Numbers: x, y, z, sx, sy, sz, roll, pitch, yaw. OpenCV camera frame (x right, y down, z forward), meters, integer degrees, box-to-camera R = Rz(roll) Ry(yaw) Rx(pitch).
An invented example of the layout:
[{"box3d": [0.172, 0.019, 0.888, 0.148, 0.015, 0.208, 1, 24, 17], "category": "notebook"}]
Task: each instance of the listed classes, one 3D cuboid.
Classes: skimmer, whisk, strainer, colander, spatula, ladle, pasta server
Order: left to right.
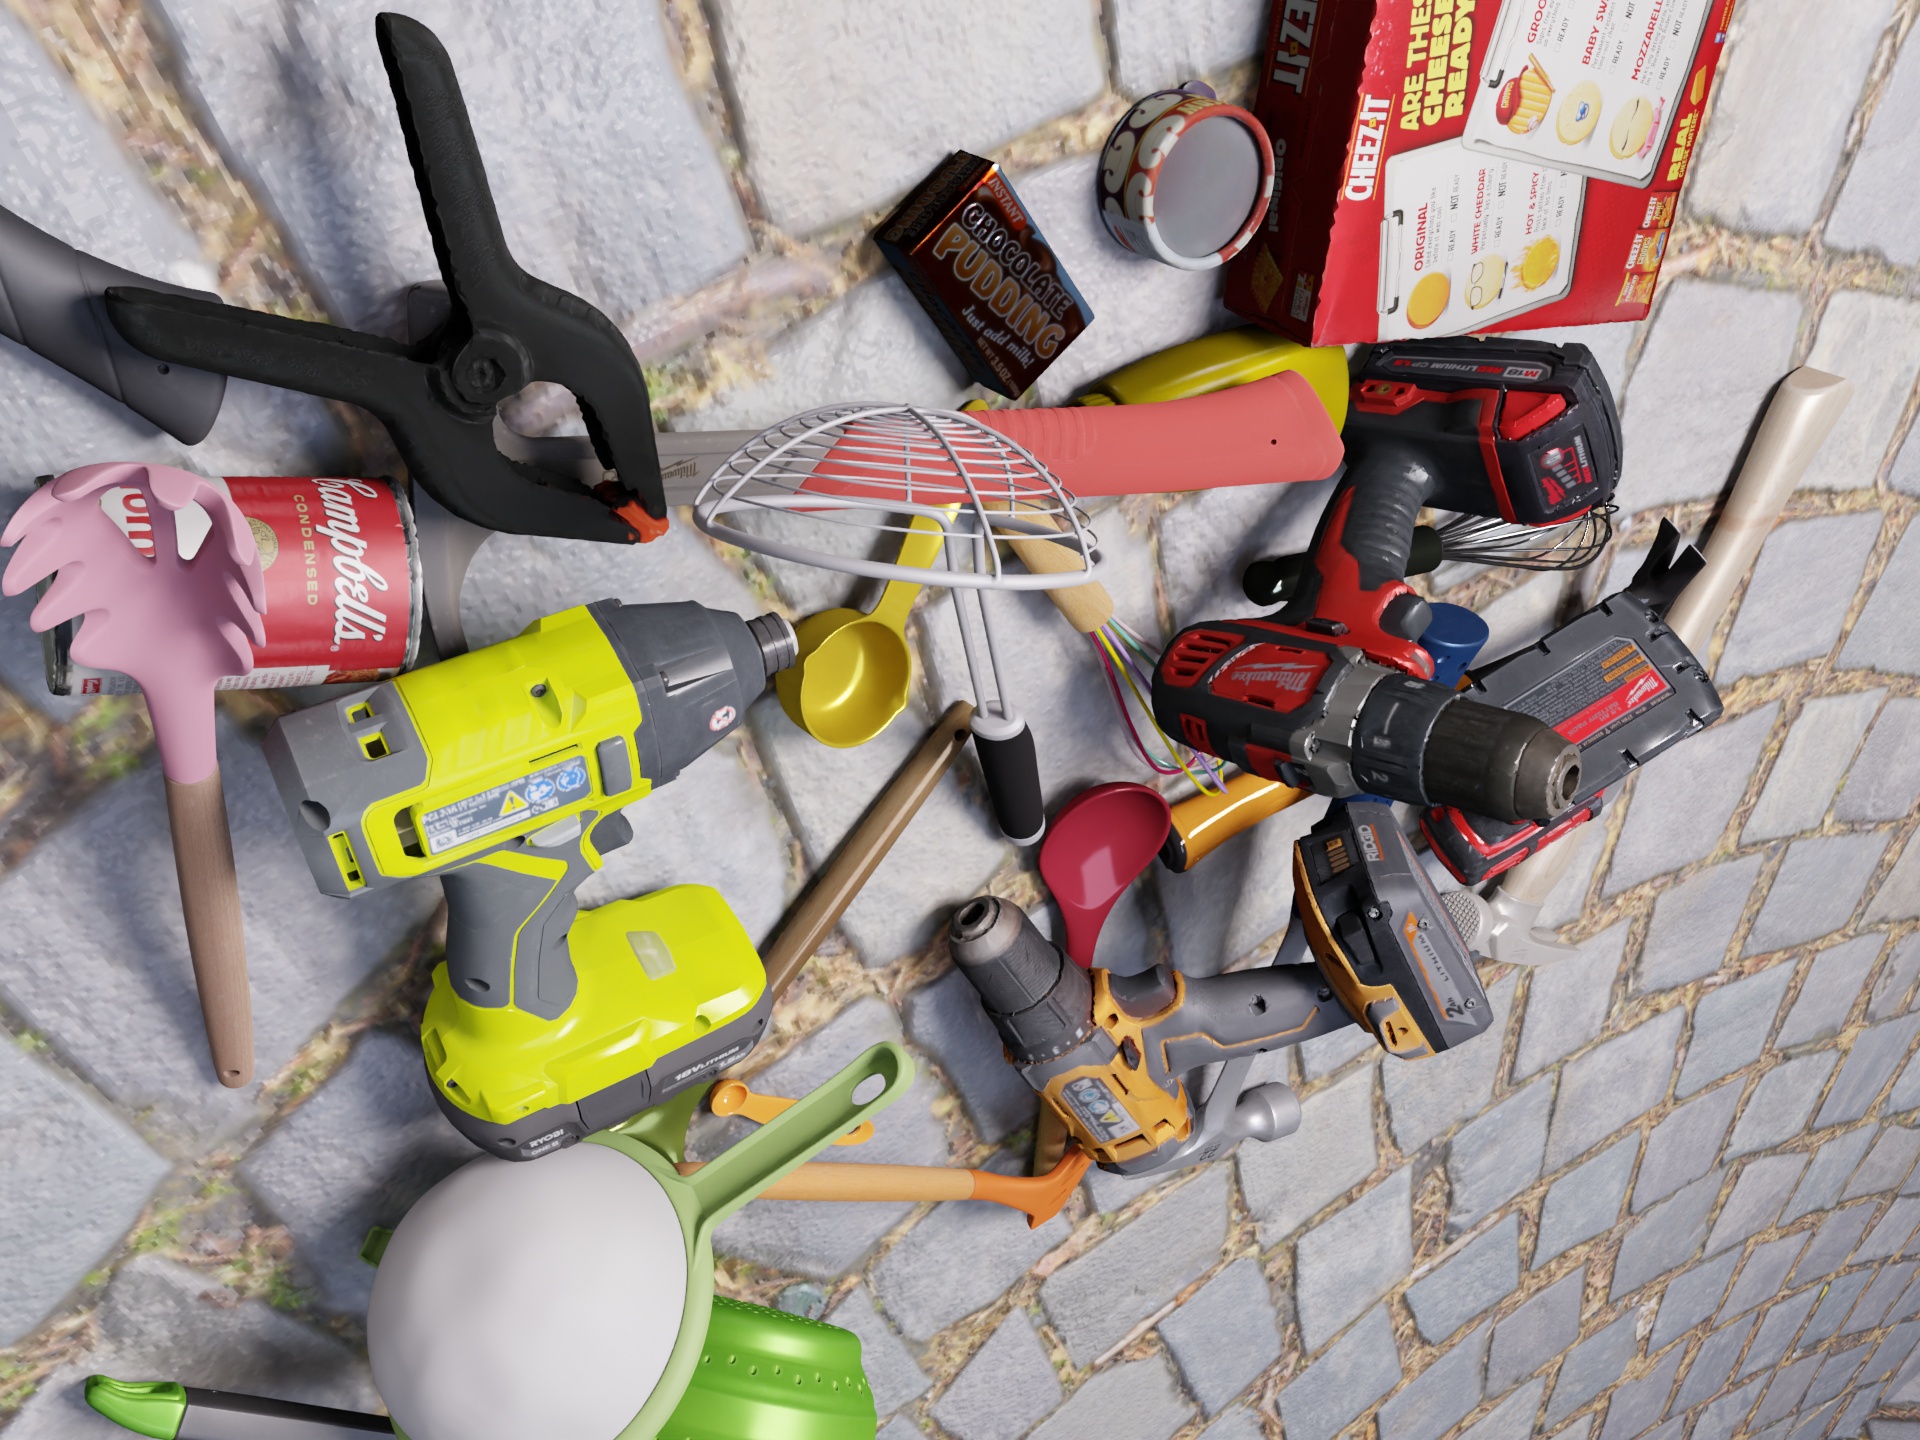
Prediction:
[{"box3d": [-0.240, 0.038, 0.498, 0.060, 0.040, 0.316, 4, 137, -16], "category": "pasta server"}, {"box3d": [-0.178, 0.305, 0.735, 0.396, 0.204, 0.094, 22, 69, -26], "category": "colander"}, {"box3d": [-0.135, 0.197, 0.630, 0.256, 0.152, 0.069, -34, 142, -1], "category": "strainer"}, {"box3d": [-0.085, 0.126, 0.717, 0.078, 0.062, 0.320, 36, 91, -31], "category": "ladle"}, {"box3d": [-0.020, 0.227, 0.799, 0.322, 0.041, 0.081, 18, 106, -44], "category": "spatula"}, {"box3d": [-0.001, -0.002, 0.602, 0.363, 0.127, 0.090, 74, 29, -63], "category": "skimmer"}, {"box3d": [0.061, 0.159, 0.859, 0.069, 0.031, 0.315, -5, 123, -17], "category": "ladle"}, {"box3d": [0.069, -0.039, 0.732, 0.244, 0.051, 0.047, 47, 64, -42], "category": "whisk"}, {"box3d": [0.249, -0.092, 0.827, 0.246, 0.058, 0.059, -13, 90, -25], "category": "whisk"}]

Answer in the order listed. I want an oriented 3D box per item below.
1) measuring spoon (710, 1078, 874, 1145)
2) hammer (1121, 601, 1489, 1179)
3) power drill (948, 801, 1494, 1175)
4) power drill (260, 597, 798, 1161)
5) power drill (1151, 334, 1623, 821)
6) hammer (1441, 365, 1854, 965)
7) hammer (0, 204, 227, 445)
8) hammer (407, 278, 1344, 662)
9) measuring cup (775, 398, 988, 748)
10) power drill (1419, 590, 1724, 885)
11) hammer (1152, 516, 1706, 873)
[{"box3d": [-0.083, 0.195, 0.794, 0.116, 0.011, 0.021, 31, 97, -46], "category": "measuring spoon"}, {"box3d": [0.183, 0.112, 0.862, 0.144, 0.035, 0.405, -10, 133, -29], "category": "hammer"}, {"box3d": [0.120, 0.122, 0.780, 0.226, 0.084, 0.185, -27, 121, 17], "category": "power drill"}, {"box3d": [-0.137, 0.057, 0.582, 0.171, 0.080, 0.223, -22, 143, -22], "category": "power drill"}, {"box3d": [0.209, -0.060, 0.694, 0.227, 0.188, 0.080, -55, 135, -18], "category": "power drill"}, {"box3d": [0.444, -0.024, 1.009, 0.146, 0.038, 0.410, 13, 109, -41], "category": "hammer"}, {"box3d": [-0.354, -0.177, 0.351, 0.408, 0.036, 0.149, 33, 97, -43], "category": "hammer"}, {"box3d": [-0.019, -0.089, 0.601, 0.359, 0.037, 0.149, -6, 120, -20], "category": "hammer"}, {"box3d": [-0.030, -0.064, 0.663, 0.062, 0.029, 0.156, 25, 89, -46], "category": "measuring cup"}, {"box3d": [0.330, 0.018, 0.873, 0.143, 0.079, 0.219, -32, 160, 1], "category": "power drill"}, {"box3d": [0.249, -0.006, 0.862, 0.337, 0.034, 0.127, -25, 157, -16], "category": "hammer"}]
